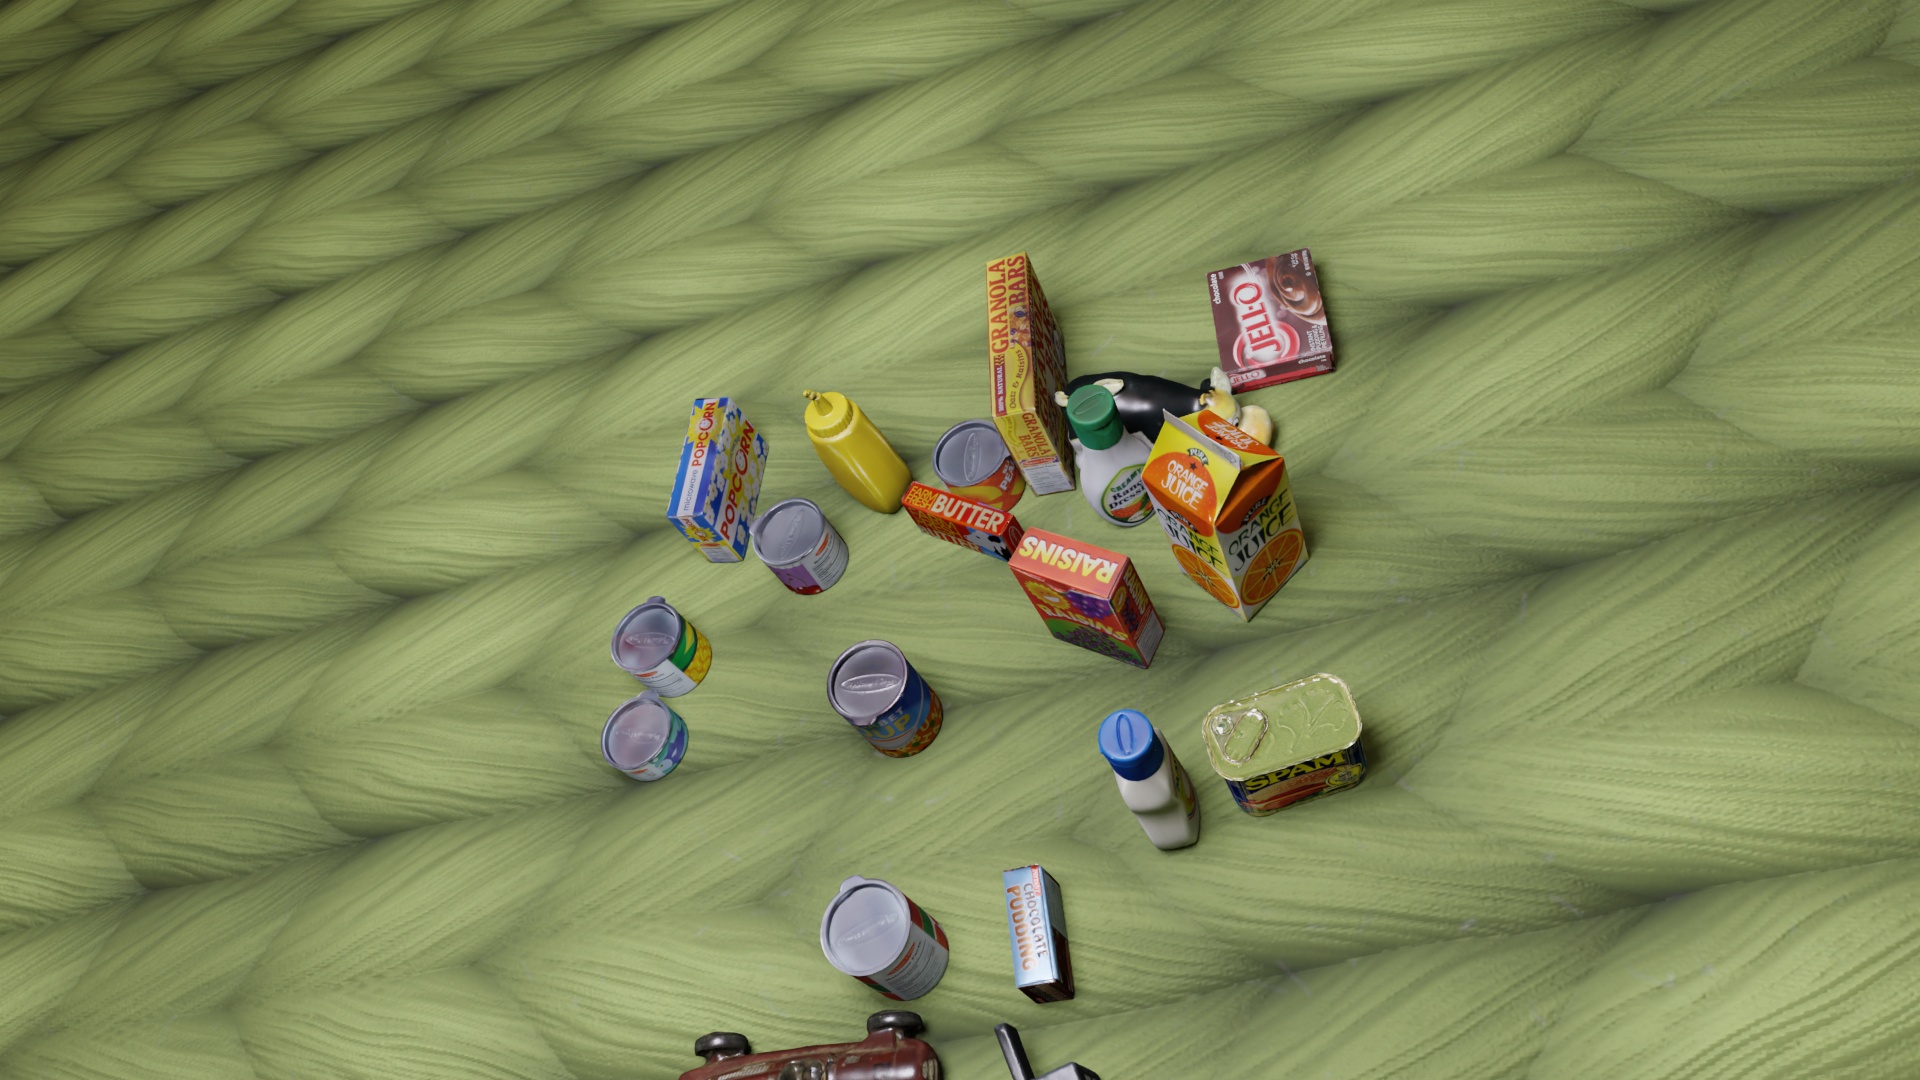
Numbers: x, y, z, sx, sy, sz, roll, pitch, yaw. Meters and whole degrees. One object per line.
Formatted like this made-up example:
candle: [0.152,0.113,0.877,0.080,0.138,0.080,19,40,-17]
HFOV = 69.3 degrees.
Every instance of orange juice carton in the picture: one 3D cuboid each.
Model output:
orange juice carton: [0.191,-0.026,1.006,0.073,0.192,0.072,-45,55,-8]

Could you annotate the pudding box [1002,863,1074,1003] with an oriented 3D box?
pudding box: [0.054,0.273,0.964,0.030,0.049,0.084,-15,56,13]

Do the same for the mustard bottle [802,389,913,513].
mustard bottle: [-0.093,-0.082,1.171,0.065,0.159,0.049,25,72,32]

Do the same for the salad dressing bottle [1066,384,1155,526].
salad dressing bottle: [0.118,-0.066,1.086,0.064,0.147,0.044,-33,54,1]

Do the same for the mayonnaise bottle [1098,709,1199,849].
mayonnaise bottle: [0.129,0.160,0.944,0.041,0.147,0.065,-14,56,14]

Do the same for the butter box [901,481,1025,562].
butter box: [0.004,-0.015,1.158,0.103,0.053,0.024,19,69,30]

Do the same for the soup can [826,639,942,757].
soup can: [-0.058,0.126,1.077,0.071,0.083,0.071,-10,57,16]

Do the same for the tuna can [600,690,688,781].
tuna can: [-0.264,0.164,1.166,0.071,0.032,0.071,-10,57,16]

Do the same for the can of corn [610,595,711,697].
can of corn: [-0.255,0.092,1.192,0.071,0.058,0.071,-10,57,16]

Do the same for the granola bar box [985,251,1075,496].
granola bar box: [0.058,-0.138,1.169,0.039,0.123,0.166,-11,57,15]

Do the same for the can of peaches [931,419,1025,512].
can of peaches: [0.019,-0.060,1.177,0.071,0.058,0.071,-10,57,16]

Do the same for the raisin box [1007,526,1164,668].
raisin box: [0.096,0.044,1.043,0.086,0.123,0.040,19,69,30]

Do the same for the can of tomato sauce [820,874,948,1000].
can of tomato sauce: [-0.053,0.282,0.981,0.071,0.082,0.071,-10,57,16]

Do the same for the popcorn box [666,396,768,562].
popcorn box: [-0.217,-0.054,1.250,0.038,0.085,0.127,-4,59,19]

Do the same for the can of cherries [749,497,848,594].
can of cherries: [-0.139,0.005,1.199,0.071,0.058,0.072,-10,57,16]
